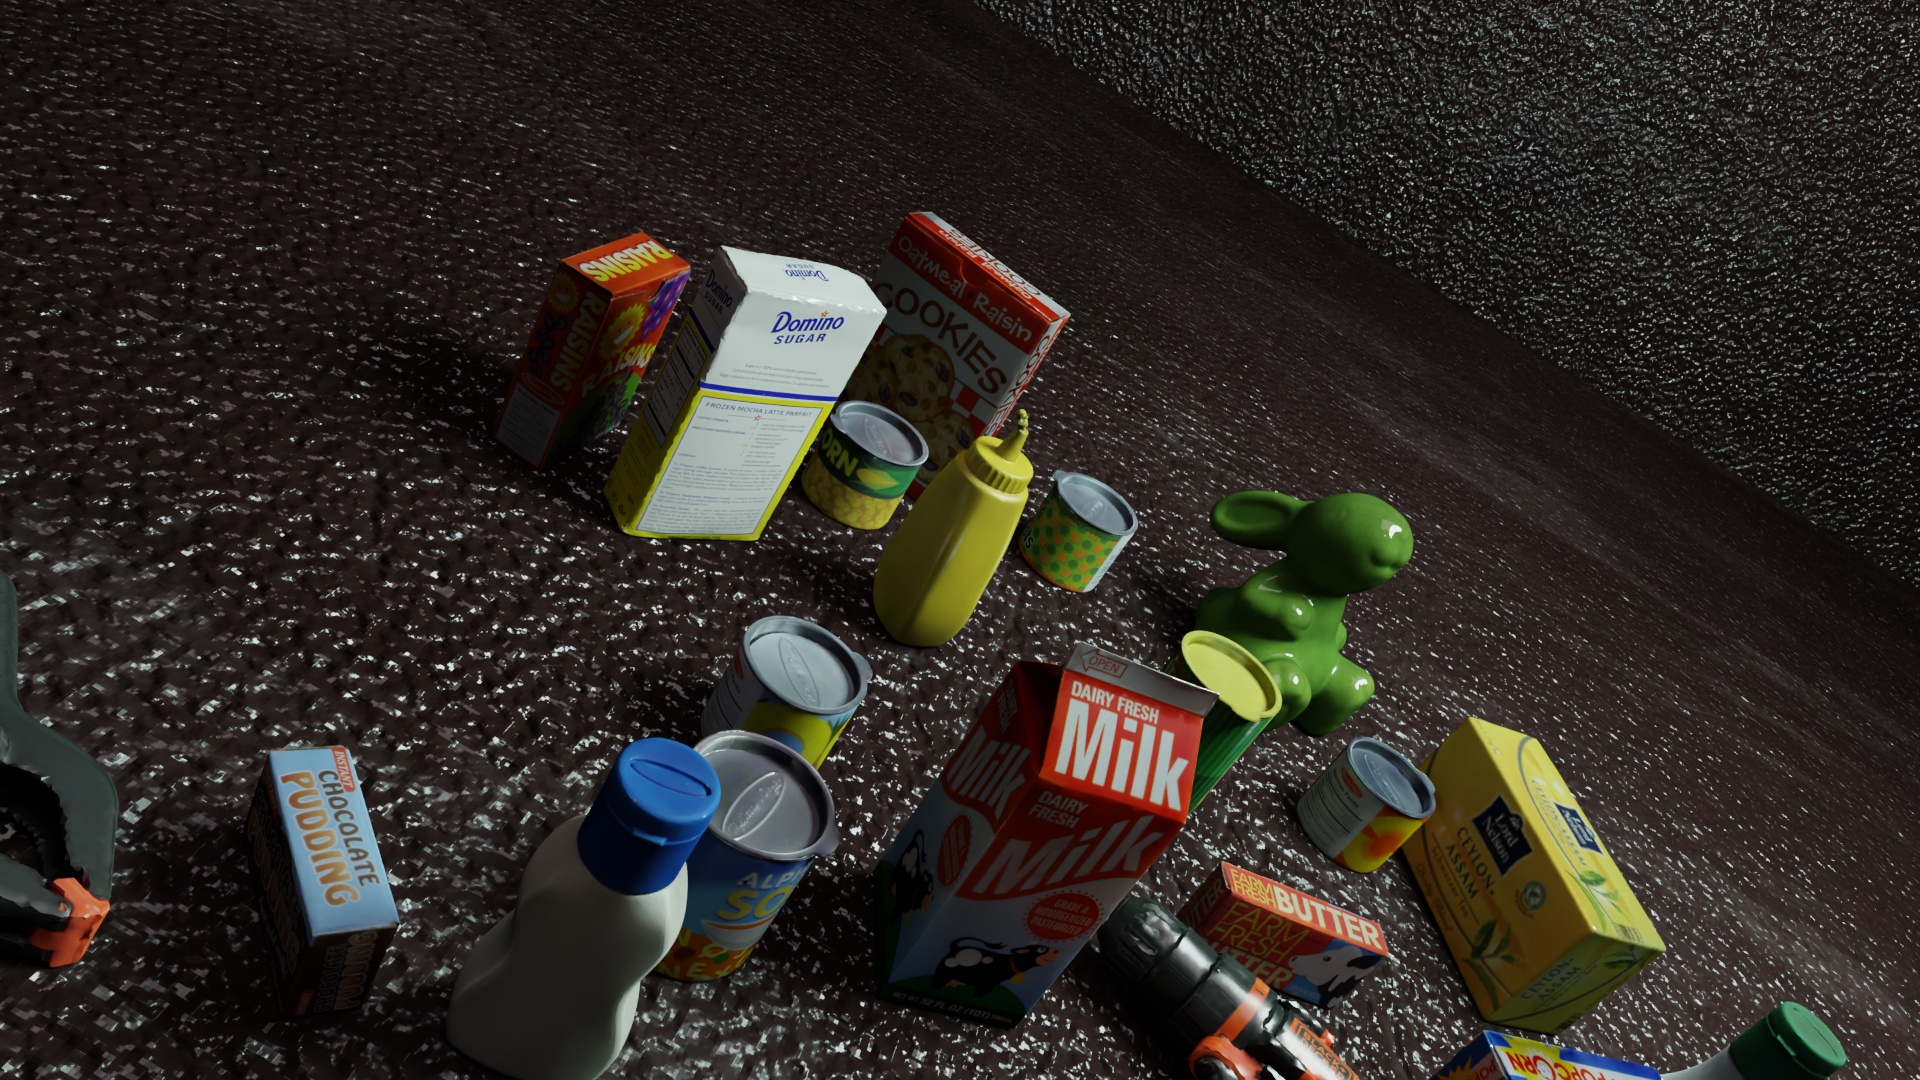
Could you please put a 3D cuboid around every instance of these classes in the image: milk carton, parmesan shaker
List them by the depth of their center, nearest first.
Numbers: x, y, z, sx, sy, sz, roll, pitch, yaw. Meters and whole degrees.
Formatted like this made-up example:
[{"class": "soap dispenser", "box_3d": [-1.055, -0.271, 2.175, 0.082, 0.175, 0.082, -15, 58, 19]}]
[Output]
[{"class": "milk carton", "box_3d": [0.034, 0.122, 0.607, 0.072, 0.189, 0.074, 21, 31, -20]}, {"class": "parmesan shaker", "box_3d": [0.129, 0.113, 0.803, 0.071, 0.102, 0.072, 24, 30, -15]}]

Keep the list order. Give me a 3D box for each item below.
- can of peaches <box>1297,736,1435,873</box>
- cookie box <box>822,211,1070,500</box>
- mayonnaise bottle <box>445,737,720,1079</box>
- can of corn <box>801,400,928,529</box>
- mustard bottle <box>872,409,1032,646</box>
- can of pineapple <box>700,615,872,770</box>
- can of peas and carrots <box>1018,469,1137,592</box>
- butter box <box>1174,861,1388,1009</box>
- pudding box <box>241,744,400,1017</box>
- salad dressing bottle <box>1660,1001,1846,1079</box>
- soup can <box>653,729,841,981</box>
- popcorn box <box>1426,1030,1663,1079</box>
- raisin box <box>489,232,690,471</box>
[{"class": "can of peaches", "box_3d": [0.260, 0.170, 0.889, 0.071, 0.057, 0.071, 24, 30, -15]}, {"class": "cookie box", "box_3d": [-0.020, -0.121, 0.950, 0.123, 0.166, 0.040, 38, 29, 10]}, {"class": "mayonnaise bottle", "box_3d": [-0.127, 0.130, 0.482, 0.065, 0.147, 0.041, 25, 29, -14]}, {"class": "can of corn", "box_3d": [-0.066, -0.049, 0.909, 0.071, 0.058, 0.071, 24, 30, -15]}, {"class": "mustard bottle", "box_3d": [0.003, -0.010, 0.811, 0.049, 0.159, 0.065, 11, 35, -34]}, {"class": "can of pineapple", "box_3d": [-0.087, 0.081, 0.690, 0.071, 0.057, 0.071, 24, 30, -15]}, {"class": "can of peas and carrots", "box_3d": [0.081, -0.007, 0.985, 0.071, 0.058, 0.071, 24, 30, -15]}, {"class": "butter box", "box_3d": [0.170, 0.212, 0.742, 0.103, 0.053, 0.024, 24, 30, -14]}, {"class": "pudding box", "box_3d": [-0.231, 0.120, 0.499, 0.030, 0.049, 0.084, 4, 40, -41]}, {"class": "salad dressing bottle", "box_3d": [0.391, 0.299, 0.726, 0.044, 0.147, 0.064, 9, 37, -37]}, {"class": "soup can", "box_3d": [-0.097, 0.133, 0.574, 0.071, 0.083, 0.072, 24, 30, -15]}, {"class": "popcorn box", "box_3d": [0.288, 0.295, 0.697, 0.127, 0.084, 0.038, 19, 31, -23]}, {"class": "raisin box", "box_3d": [-0.210, -0.108, 0.793, 0.040, 0.122, 0.086, 35, 29, 4]}]
